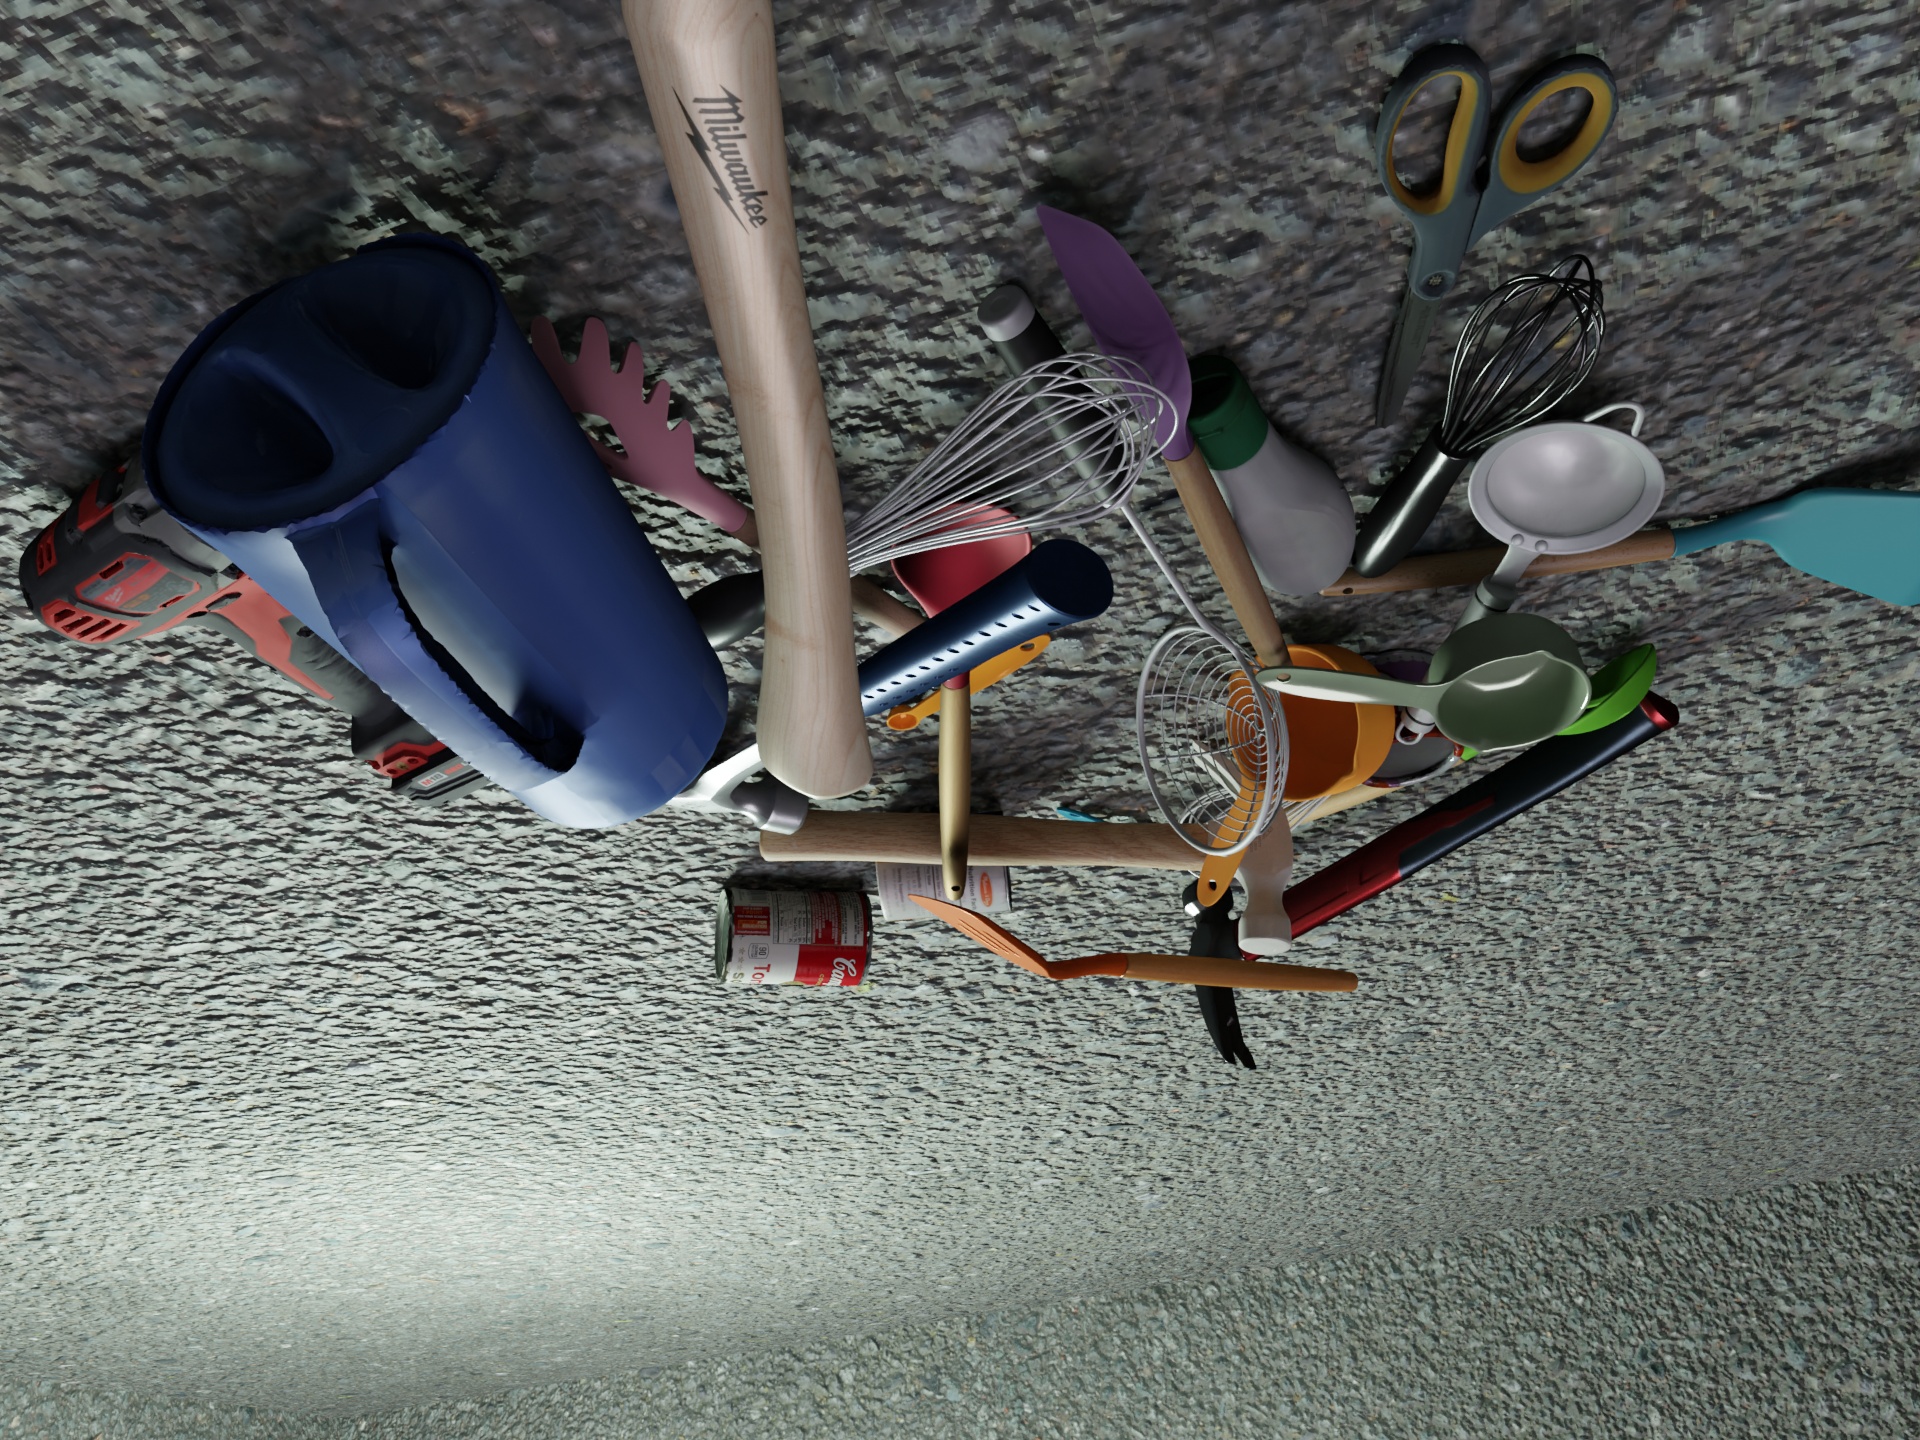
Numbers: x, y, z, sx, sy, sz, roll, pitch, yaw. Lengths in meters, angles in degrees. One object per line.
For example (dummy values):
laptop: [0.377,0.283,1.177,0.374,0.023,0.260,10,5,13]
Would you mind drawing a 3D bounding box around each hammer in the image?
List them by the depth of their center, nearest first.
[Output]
hammer: [-0.059,-0.121,0.588,0.146,0.038,0.410,-6,135,-1]
hammer: [-0.065,-0.007,0.803,0.144,0.035,0.405,13,158,-28]
hammer: [0.039,0.073,0.992,0.331,0.130,0.031,2,153,8]
hammer: [0.302,0.098,1.058,0.038,0.143,0.386,21,136,-34]

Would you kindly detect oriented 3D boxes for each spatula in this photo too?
spatula: [0.105,-0.103,0.696,0.018,0.060,0.315,-48,142,-8]
spatula: [0.348,-0.083,0.830,0.317,0.044,0.082,-7,144,3]
spatula: [0.121,0.144,0.986,0.322,0.041,0.081,9,177,-27]

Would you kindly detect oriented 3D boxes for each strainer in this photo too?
strainer: [0.273,-0.072,0.802,0.087,0.050,0.258,17,138,0]

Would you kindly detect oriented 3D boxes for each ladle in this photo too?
ladle: [-0.001,-0.003,0.854,0.069,0.031,0.315,-2,136,-3]

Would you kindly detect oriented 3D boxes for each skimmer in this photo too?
skimmer: [0.075,-0.057,0.772,0.090,0.127,0.362,-38,137,3]

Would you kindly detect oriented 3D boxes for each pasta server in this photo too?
pasta server: [-0.089,-0.091,0.751,0.060,0.040,0.316,-23,150,26]

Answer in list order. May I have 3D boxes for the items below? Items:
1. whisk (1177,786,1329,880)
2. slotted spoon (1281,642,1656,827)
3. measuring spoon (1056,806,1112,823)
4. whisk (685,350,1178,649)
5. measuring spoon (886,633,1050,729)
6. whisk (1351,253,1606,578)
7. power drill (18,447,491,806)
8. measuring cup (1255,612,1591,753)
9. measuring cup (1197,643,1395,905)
whisk: [0.240,0.035,1.012,0.246,0.059,0.057,-31,159,28]
slotted spoon: [0.297,0.027,1.014,0.314,0.070,0.031,-27,100,39]
measuring spoon: [0.121,0.072,1.085,0.128,0.021,0.042,21,164,-25]
whisk: [-0.032,-0.082,0.684,0.284,0.070,0.070,-21,148,35]
measuring spoon: [0.003,-0.024,0.901,0.117,0.011,0.021,-30,143,29]
whisk: [0.225,-0.124,0.721,0.055,0.055,0.238,-2,157,-8]
power drill: [-0.275,-0.056,0.726,0.188,0.080,0.226,-23,143,26]
measuring cup: [0.231,-0.026,0.803,0.167,0.038,0.083,5,142,-2]
measuring cup: [0.187,0.034,0.917,0.052,0.095,0.173,-8,129,-44]
